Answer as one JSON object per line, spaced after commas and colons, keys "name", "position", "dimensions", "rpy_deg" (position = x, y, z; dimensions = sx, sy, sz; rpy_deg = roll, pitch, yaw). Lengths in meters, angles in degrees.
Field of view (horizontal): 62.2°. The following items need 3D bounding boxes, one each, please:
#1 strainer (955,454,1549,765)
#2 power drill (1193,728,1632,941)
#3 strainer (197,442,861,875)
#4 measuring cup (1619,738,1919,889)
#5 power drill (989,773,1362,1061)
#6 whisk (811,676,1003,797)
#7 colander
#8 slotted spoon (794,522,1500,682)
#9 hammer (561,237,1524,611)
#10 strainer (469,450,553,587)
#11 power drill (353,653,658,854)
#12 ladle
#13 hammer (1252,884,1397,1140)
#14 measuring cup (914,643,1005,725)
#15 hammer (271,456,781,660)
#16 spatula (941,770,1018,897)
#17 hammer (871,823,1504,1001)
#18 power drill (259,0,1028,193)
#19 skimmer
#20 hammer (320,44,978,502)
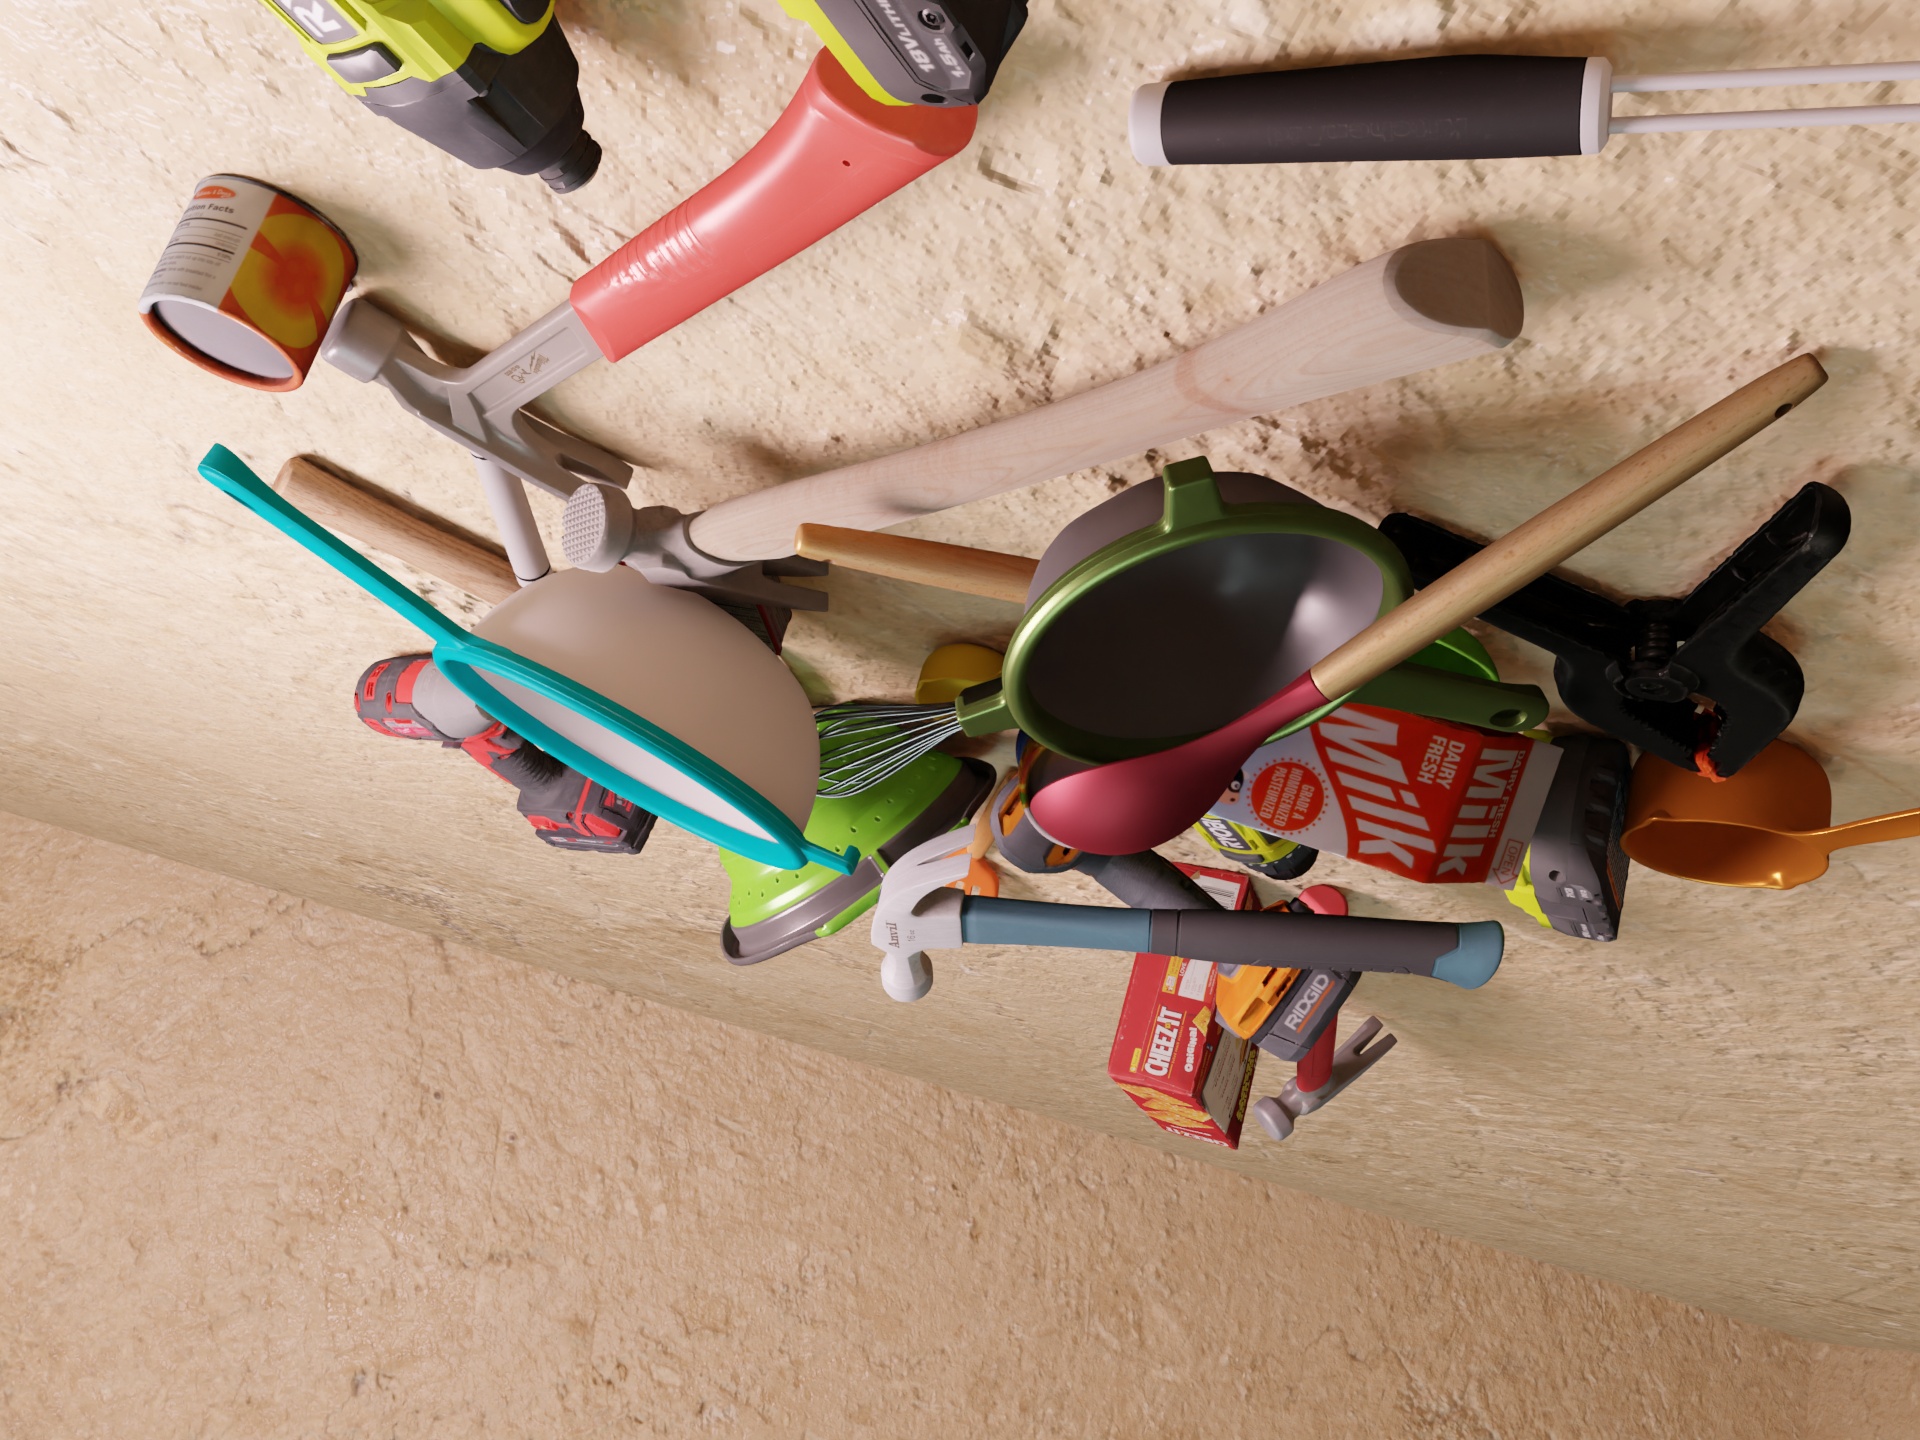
{"name": "strainer", "position": [0.129, -0.041, 0.616], "dimensions": [0.256, 0.069, 0.151], "rpy_deg": [9, 142, -31]}
{"name": "power drill", "position": [0.230, 0.054, 0.845], "dimensions": [0.228, 0.080, 0.190], "rpy_deg": [7, 161, 29]}
{"name": "strainer", "position": [-0.191, -0.049, 0.769], "dimensions": [0.340, 0.095, 0.211], "rpy_deg": [40, 162, -33]}
{"name": "measuring cup", "position": [0.377, 0.031, 0.705], "dimensions": [0.095, 0.052, 0.173], "rpy_deg": [24, 157, -22]}
{"name": "power drill", "position": [0.122, 0.102, 0.967], "dimensions": [0.226, 0.084, 0.164], "rpy_deg": [34, -176, 3]}
{"name": "whisk", "position": [-0.001, -0.003, 0.830], "dimensions": [0.246, 0.059, 0.057], "rpy_deg": [-17, 113, 30]}
{"name": "colander", "position": [-0.106, 0.054, 1.070], "dimensions": [0.094, 0.204, 0.397], "rpy_deg": [55, 169, -8]}
{"name": "slotted spoon", "position": [0.085, -0.048, 0.664], "dimensions": [0.313, 0.031, 0.070], "rpy_deg": [9, 172, -16]}
{"name": "hammer", "position": [0.019, -0.100, 0.616], "dimensions": [0.411, 0.038, 0.146], "rpy_deg": [-9, 167, 43]}
{"name": "strainer", "position": [-0.227, -0.073, 0.842], "dimensions": [0.087, 0.050, 0.258], "rpy_deg": [21, 148, 14]}
{"name": "power drill", "position": [-0.326, 0.021, 1.185], "dimensions": [0.143, 0.079, 0.219], "rpy_deg": [0, 152, 36]}
{"name": "ladle", "position": [0.148, -0.027, 0.557], "dimensions": [0.315, 0.031, 0.069], "rpy_deg": [-36, 143, 30]}
{"name": "hammer", "position": [0.294, 0.219, 1.253], "dimensions": [0.038, 0.143, 0.385], "rpy_deg": [48, 166, 31]}
{"name": "measuring cup", "position": [0.034, -0.036, 0.837], "dimensions": [0.062, 0.029, 0.156], "rpy_deg": [27, 146, -27]}
{"name": "hammer", "position": [-0.238, -0.066, 0.938], "dimensions": [0.331, 0.031, 0.130], "rpy_deg": [27, 158, -29]}
{"name": "spatula", "position": [0.013, 0.099, 1.184], "dimensions": [0.081, 0.041, 0.322], "rpy_deg": [17, 160, -2]}
{"name": "hammer", "position": [0.116, 0.114, 0.849], "dimensions": [0.331, 0.033, 0.128], "rpy_deg": [3, 137, 7]}
{"name": "power drill", "position": [-0.093, -0.203, 0.392], "dimensions": [0.223, 0.080, 0.171], "rpy_deg": [7, 158, 35]}
{"name": "skimmer", "position": [0.198, -0.129, 0.344], "dimensions": [0.363, 0.090, 0.127], "rpy_deg": [8, 128, 27]}
{"name": "hammer", "position": [-0.111, -0.154, 0.592], "dimensions": [0.149, 0.037, 0.359], "rpy_deg": [29, 157, -33]}
